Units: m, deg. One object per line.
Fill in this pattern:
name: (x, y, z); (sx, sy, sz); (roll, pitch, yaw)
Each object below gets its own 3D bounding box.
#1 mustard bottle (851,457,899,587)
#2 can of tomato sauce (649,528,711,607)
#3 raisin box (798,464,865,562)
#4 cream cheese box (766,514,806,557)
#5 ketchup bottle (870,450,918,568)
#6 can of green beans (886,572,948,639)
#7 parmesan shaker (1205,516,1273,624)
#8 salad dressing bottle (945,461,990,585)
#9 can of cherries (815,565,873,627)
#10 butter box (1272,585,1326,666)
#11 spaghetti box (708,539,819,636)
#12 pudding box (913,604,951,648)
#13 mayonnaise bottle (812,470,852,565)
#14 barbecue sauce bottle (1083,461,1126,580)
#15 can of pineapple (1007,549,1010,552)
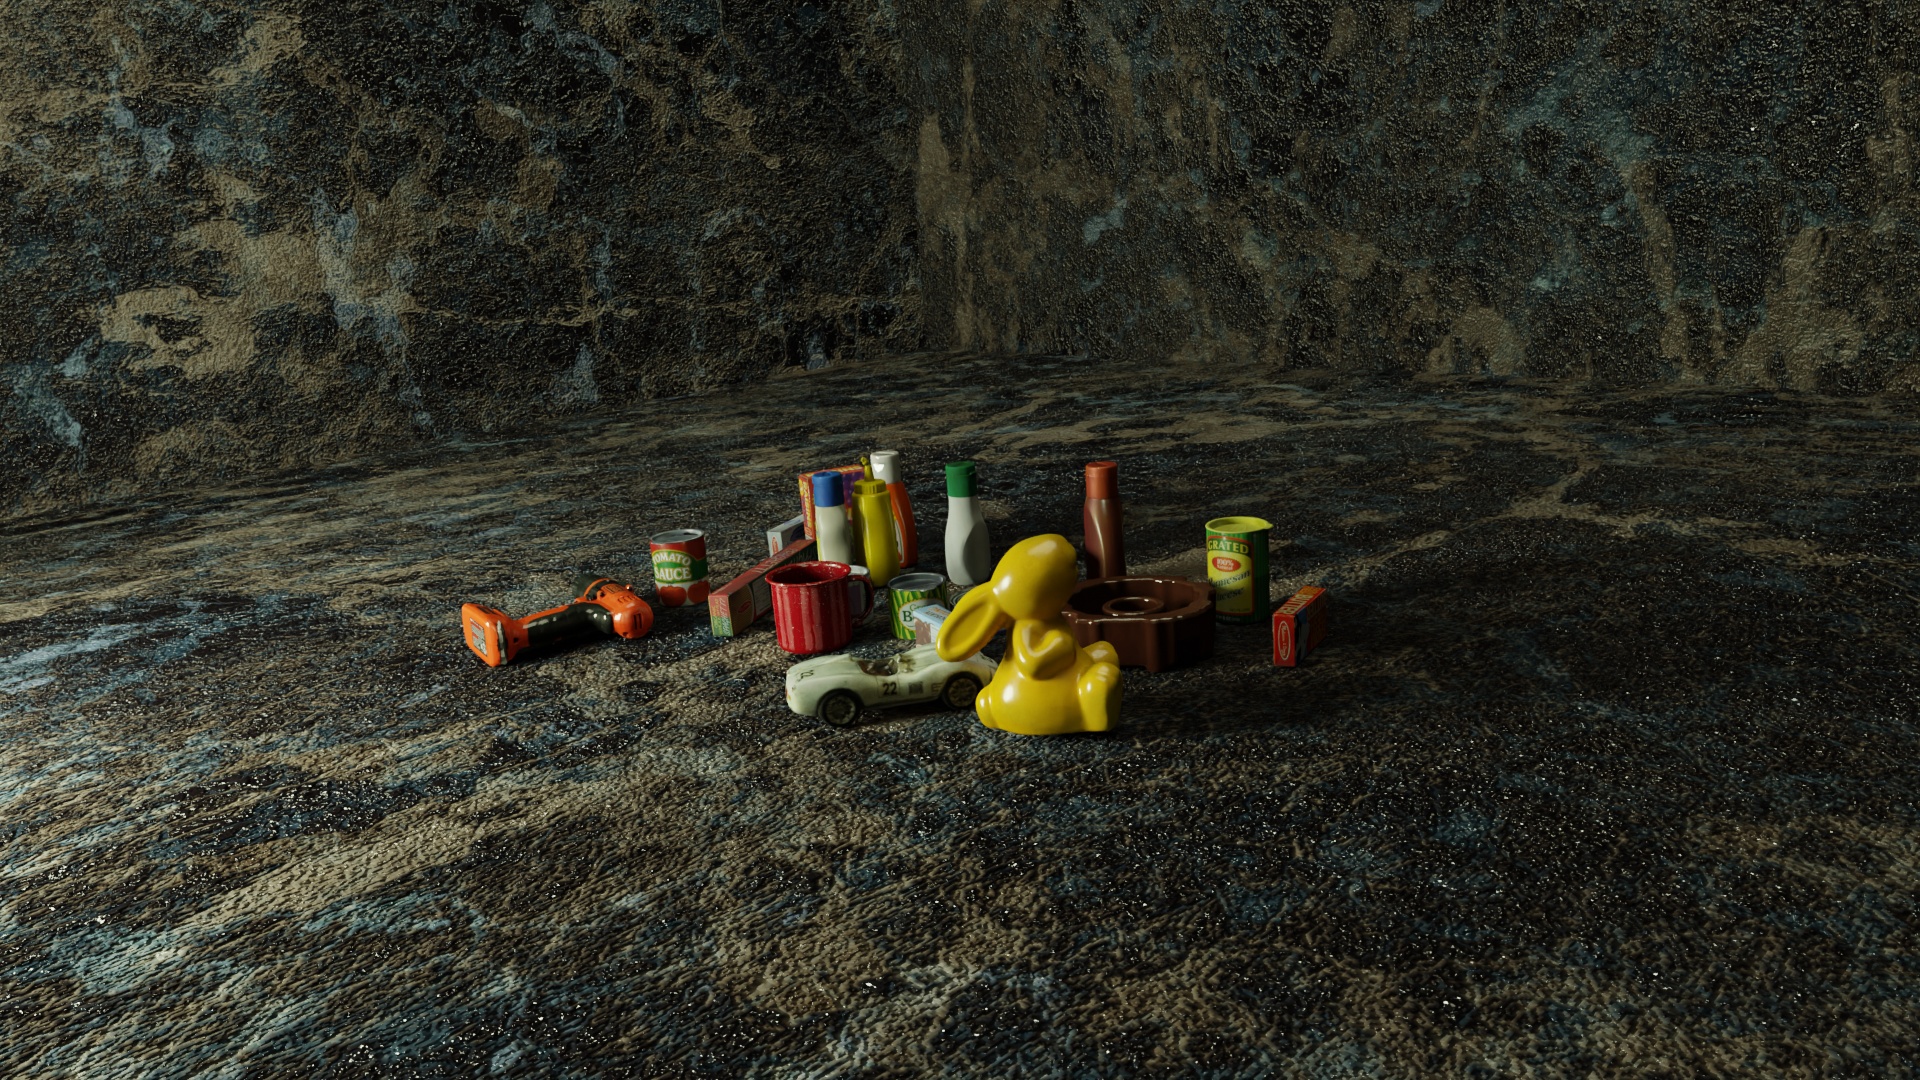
mustard bottle: (-0.107, -0.024, 1.710); (0.049, 0.159, 0.065); (-10, 15, -20)
can of tomato sauce: (-0.345, 0.034, 1.710); (0.071, 0.083, 0.071); (-4, 14, 1)
raisin box: (-0.162, -0.031, 1.827); (0.086, 0.123, 0.040); (-10, 15, -21)
cream cheese box: (-0.221, 0.001, 1.861); (0.024, 0.053, 0.104); (2, 16, 24)
ketchup bottle: (-0.091, -0.040, 1.789); (0.064, 0.148, 0.044); (4, 16, 30)
can of green beans: (-0.046, 0.072, 1.524); (0.071, 0.057, 0.071); (-4, 14, 1)
parmesan shaker: (0.299, 0.032, 1.483); (0.071, 0.102, 0.071); (-4, 14, 1)
salad dressing bottle: (0.006, -0.021, 1.689); (0.044, 0.147, 0.064); (6, 17, 36)
can of cherries: (-0.136, 0.064, 1.579); (0.071, 0.058, 0.071); (-4, 14, 1)
butter box: (0.336, 0.084, 1.372); (0.024, 0.053, 0.104); (4, 17, 31)
spaghetti box: (-0.230, 0.053, 1.668); (0.028, 0.050, 0.251); (0, 15, 18)
pudding box: (-0.016, 0.100, 1.423); (0.030, 0.049, 0.084); (-12, 16, -27)
mayonnaise bottle: (-0.156, -0.009, 1.690); (0.041, 0.147, 0.065); (-6, 14, -7)
barbecue sauce bottle: (0.168, -0.016, 1.620); (0.044, 0.148, 0.065); (-8, 14, -13)
can of pineapple: (0.087, 0.040, 1.606); (0.071, 0.057, 0.071); (-4, 14, 1)
